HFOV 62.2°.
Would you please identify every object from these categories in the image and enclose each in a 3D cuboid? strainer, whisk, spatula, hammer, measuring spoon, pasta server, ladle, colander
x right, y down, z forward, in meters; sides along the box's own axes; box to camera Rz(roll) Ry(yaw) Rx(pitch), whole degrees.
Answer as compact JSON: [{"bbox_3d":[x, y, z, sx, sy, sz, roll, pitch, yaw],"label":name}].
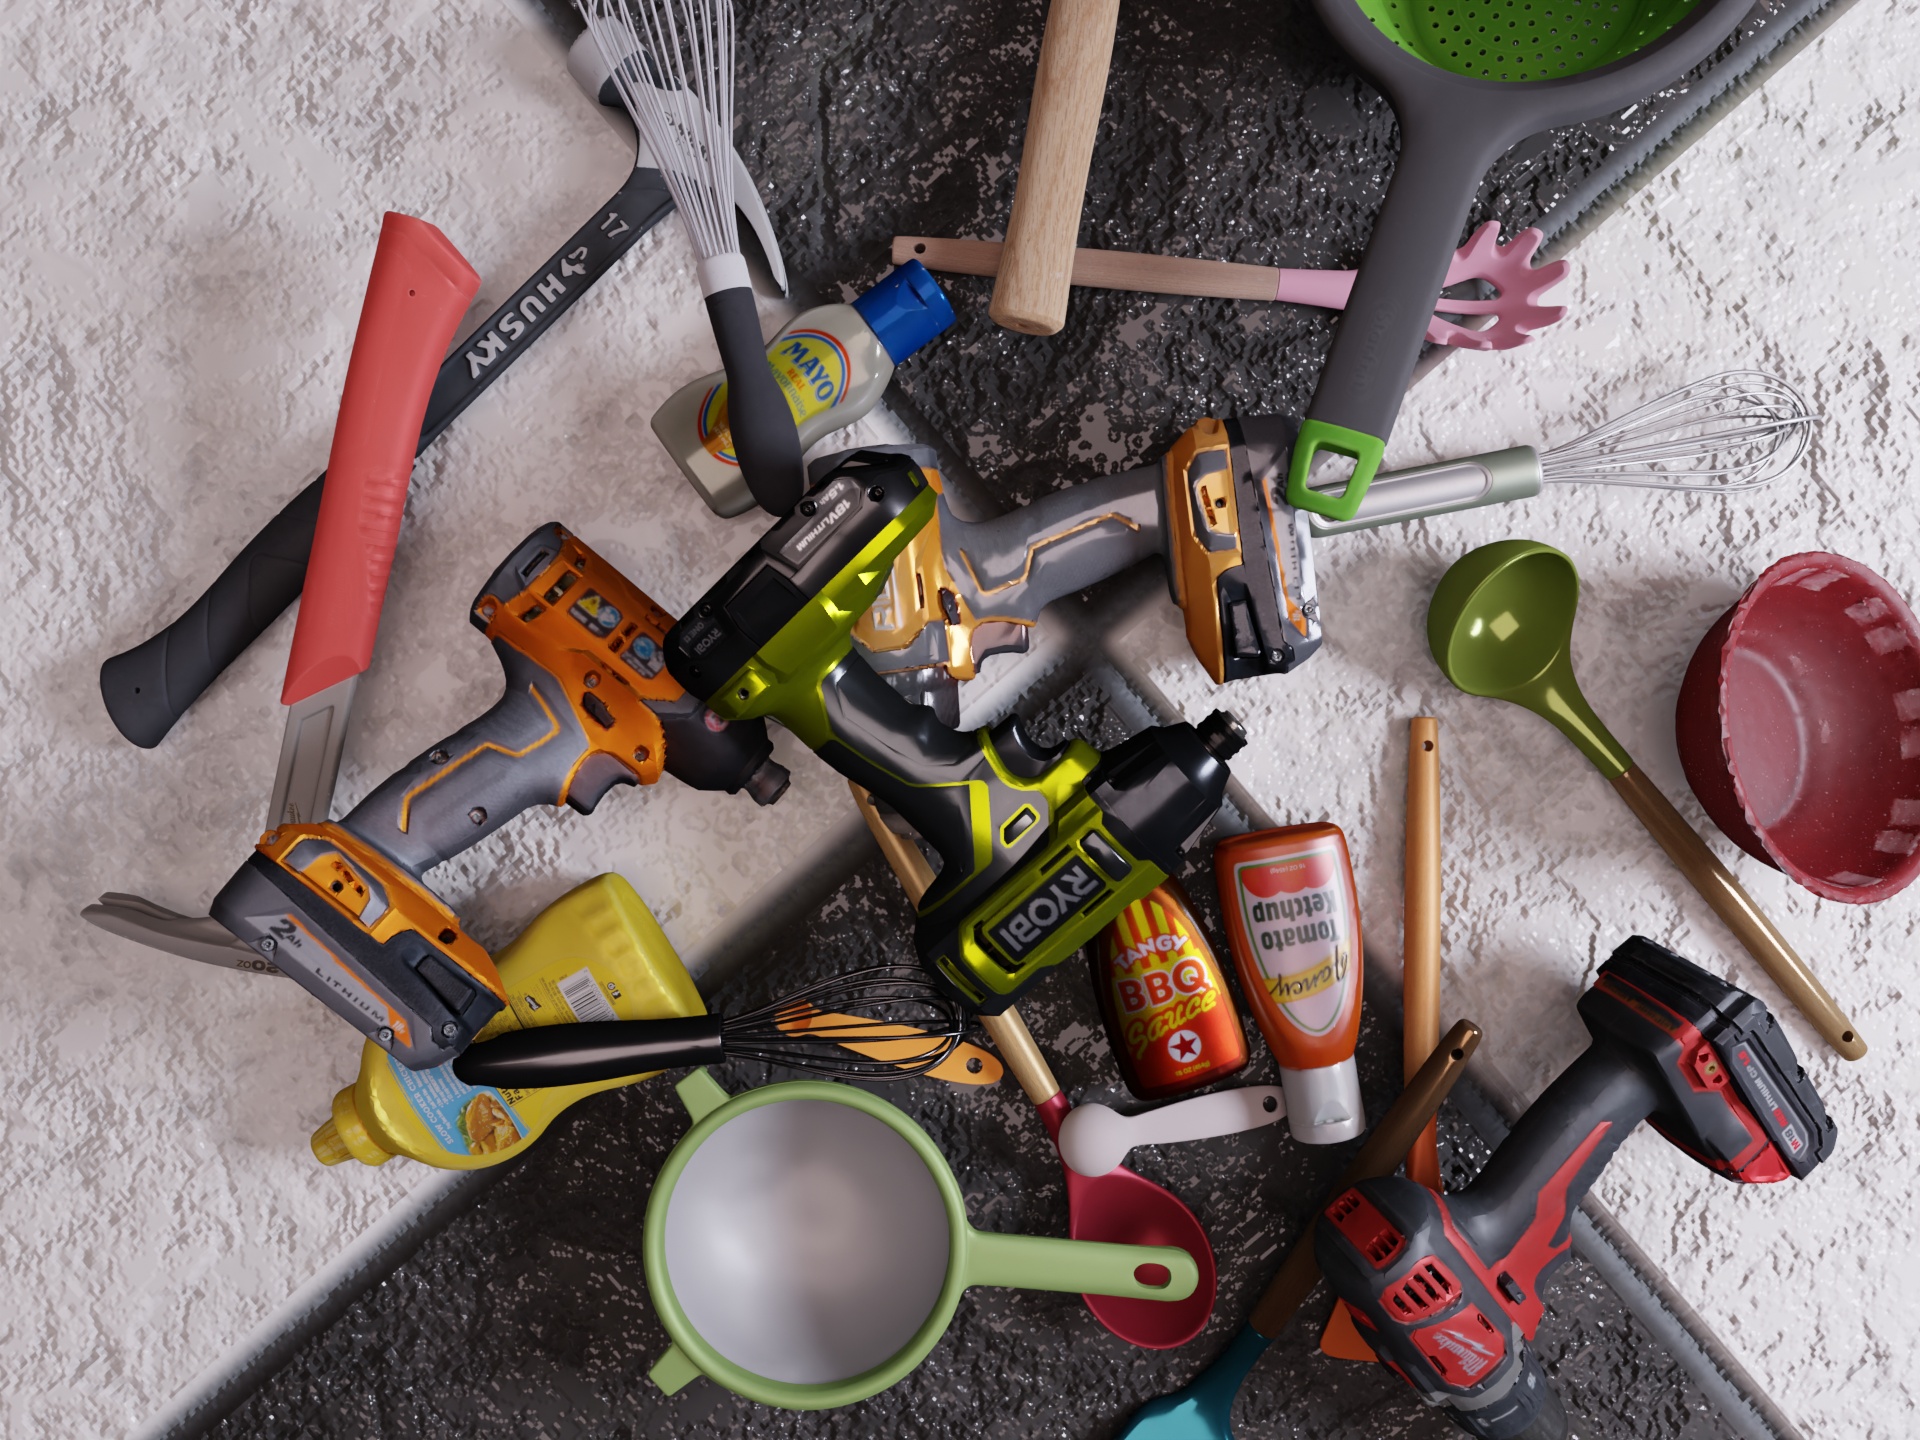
[{"bbox_3d":[-0.018,0.245,0.759,0.256,0.069,0.151,5,89,0],"label":"strainer"},{"bbox_3d":[-0.109,0.145,0.717,0.239,0.055,0.055,-5,92,-2],"label":"whisk"},{"bbox_3d":[0.223,0.160,0.780,0.081,0.041,0.322,1,88,0],"label":"spatula"},{"bbox_3d":[-0.257,-0.138,0.762,0.409,0.036,0.149,-44,93,2],"label":"hammer"},{"bbox_3d":[-0.035,0.159,0.787,0.117,0.011,0.021,16,87,-4],"label":"measuring spoon"},{"bbox_3d":[0.058,-0.345,0.743,0.130,0.031,0.331,11,87,1],"label":"hammer"},{"bbox_3d":[0.160,0.277,0.759,0.082,0.044,0.317,30,102,3],"label":"spatula"},{"bbox_3d":[0.124,-0.213,0.757,0.316,0.040,0.060,5,86,1],"label":"pasta server"},{"bbox_3d":[0.337,0.045,0.759,0.078,0.062,0.320,-41,94,1],"label":"ladle"},{"bbox_3d":[0.228,-0.273,0.712,0.204,0.094,0.397,20,90,16],"label":"colander"},{"bbox_3d":[-0.296,-0.054,0.735,0.149,0.037,0.359,14,100,-8],"label":"hammer"},{"bbox_3d":[0.028,0.162,0.777,0.069,0.031,0.315,-30,90,-16],"label":"ladle"},{"bbox_3d":[0.280,-0.120,0.755,0.246,0.059,0.058,-11,93,5],"label":"whisk"},{"bbox_3d":[0.108,0.194,0.769,0.124,0.018,0.034,-8,81,-14],"label":"measuring spoon"},{"bbox_3d":[-0.115,-0.230,0.712,0.070,0.070,0.284,-14,94,1],"label":"whisk"}]

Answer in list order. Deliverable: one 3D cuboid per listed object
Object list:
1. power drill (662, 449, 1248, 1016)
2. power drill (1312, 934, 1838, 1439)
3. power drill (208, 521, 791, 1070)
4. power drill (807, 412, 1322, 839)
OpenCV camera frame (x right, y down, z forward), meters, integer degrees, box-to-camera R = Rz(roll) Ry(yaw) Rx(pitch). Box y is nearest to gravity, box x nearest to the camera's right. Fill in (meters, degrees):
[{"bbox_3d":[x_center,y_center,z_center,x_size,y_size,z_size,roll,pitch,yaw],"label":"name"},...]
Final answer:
[{"bbox_3d":[-0.001,-0.002,0.686,0.171,0.080,0.223,-43,98,13],"label":"power drill"},{"bbox_3d":[0.288,0.233,0.735,0.226,0.080,0.187,-41,114,-4],"label":"power drill"},{"bbox_3d":[-0.191,0.042,0.704,0.164,0.084,0.226,39,69,-5],"label":"power drill"},{"bbox_3d":[0.048,-0.046,0.745,0.226,0.084,0.185,-7,94,4],"label":"power drill"}]
